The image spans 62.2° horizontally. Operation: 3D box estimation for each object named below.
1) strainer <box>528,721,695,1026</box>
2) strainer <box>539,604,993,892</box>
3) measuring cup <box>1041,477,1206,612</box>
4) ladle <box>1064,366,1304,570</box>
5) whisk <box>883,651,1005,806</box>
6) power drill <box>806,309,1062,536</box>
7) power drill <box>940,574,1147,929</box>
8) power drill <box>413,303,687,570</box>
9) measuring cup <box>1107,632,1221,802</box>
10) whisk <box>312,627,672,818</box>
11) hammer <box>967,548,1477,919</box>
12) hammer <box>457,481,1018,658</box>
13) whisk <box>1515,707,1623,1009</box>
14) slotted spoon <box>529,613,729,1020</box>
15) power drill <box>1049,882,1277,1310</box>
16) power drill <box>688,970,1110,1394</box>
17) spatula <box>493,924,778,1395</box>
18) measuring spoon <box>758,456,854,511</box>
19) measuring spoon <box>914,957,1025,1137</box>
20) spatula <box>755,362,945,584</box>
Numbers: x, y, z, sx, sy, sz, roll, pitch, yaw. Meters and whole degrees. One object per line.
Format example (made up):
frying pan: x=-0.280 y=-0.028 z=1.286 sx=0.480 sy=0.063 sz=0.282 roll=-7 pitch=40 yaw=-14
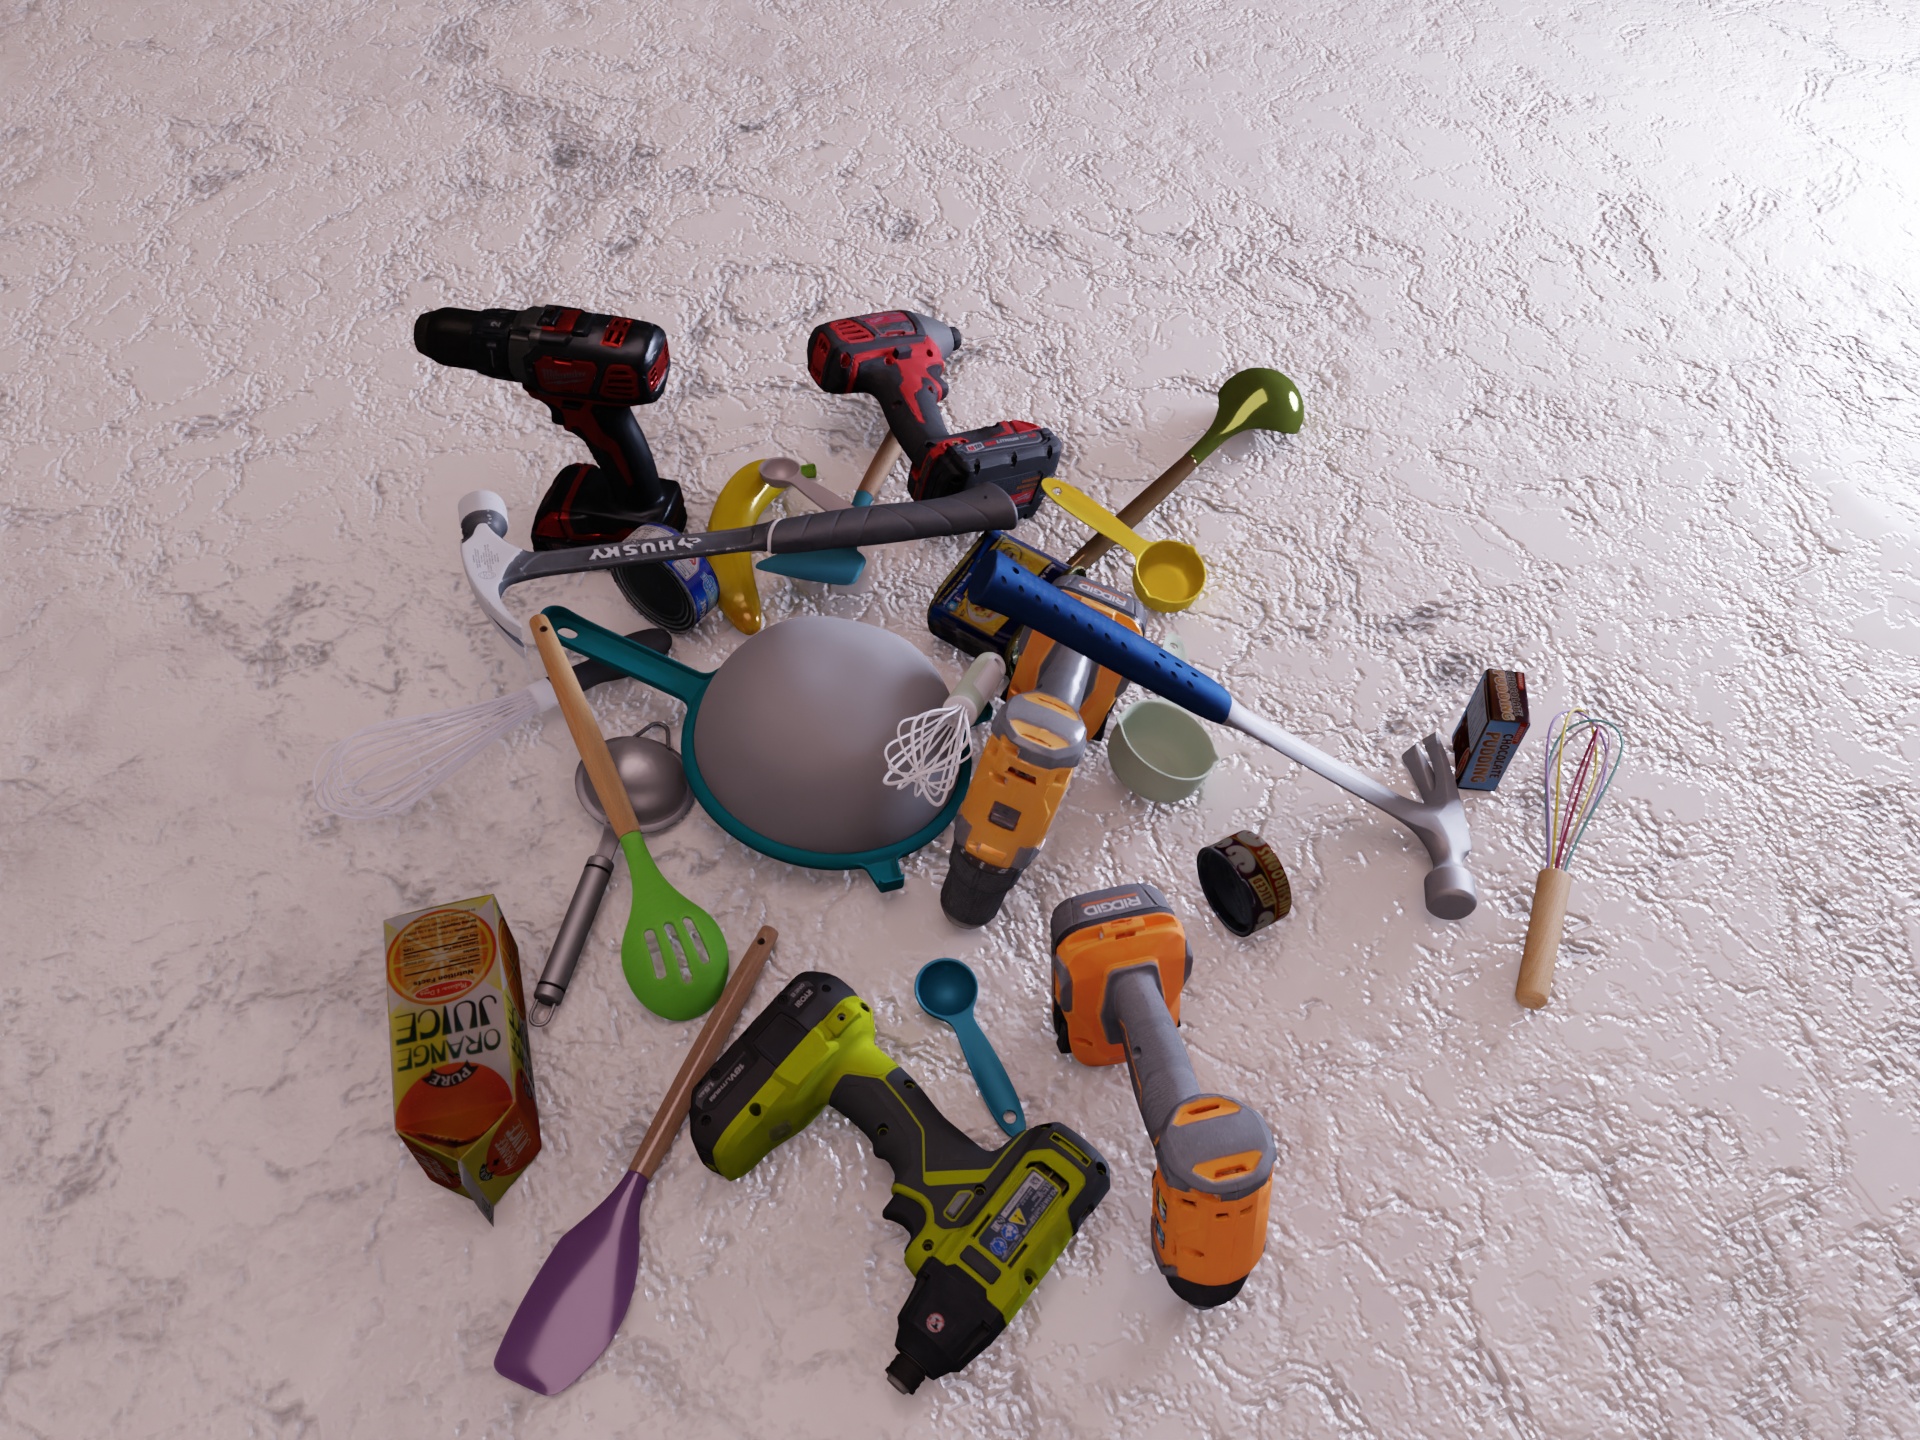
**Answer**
strainer: x=-0.246 y=0.094 z=1.103 sx=0.087 sy=0.050 sz=0.259 roll=17 pitch=57 yaw=-4
strainer: x=-0.147 y=-0.031 z=1.129 sx=0.340 sy=0.095 sz=0.211 roll=24 pitch=49 yaw=6
measuring cup: x=0.126 y=-0.142 z=1.271 sx=0.156 sy=0.029 sz=0.062 roll=38 pitch=67 yaw=12
ladle: x=0.174 y=-0.193 z=1.328 sx=0.078 sy=0.062 sz=0.320 roll=38 pitch=68 yaw=24
whisk: x=-0.002 y=-0.003 z=1.071 sx=0.059 sy=0.057 sz=0.246 roll=-23 pitch=12 yaw=19
power drill: x=-0.019 y=-0.261 z=1.326 sx=0.143 sy=0.078 sz=0.220 roll=-18 pitch=58 yaw=-33
power drill: x=0.051 y=0.023 z=1.095 sx=0.084 sy=0.185 sz=0.226 roll=23 pitch=38 yaw=4
power drill: x=-0.308 y=-0.223 z=1.227 sx=0.188 sy=0.226 sz=0.080 roll=9 pitch=53 yaw=6
measuring cup: x=0.149 y=-0.004 z=1.178 sx=0.083 sy=0.038 sz=0.168 roll=22 pitch=40 yaw=-8
whisk: x=-0.337 y=-0.005 z=1.168 sx=0.284 sy=0.070 sz=0.070 roll=-29 pitch=57 yaw=-26
hammer: x=0.183 y=-0.007 z=1.059 sx=0.405 sy=0.035 sz=0.144 roll=28 pitch=44 yaw=-19
hammer: x=-0.155 y=-0.132 z=1.173 sx=0.409 sy=0.036 sz=0.149 roll=-9 pitch=50 yaw=-14
whisk: x=0.419 y=0.092 z=1.104 sx=0.051 sy=0.047 sz=0.245 roll=10 pitch=56 yaw=23
slotted spoon: x=-0.237 y=0.057 z=1.087 sx=0.070 sy=0.031 sz=0.314 roll=-18 pitch=68 yaw=-23
power drill: x=0.118 y=0.227 z=0.942 sx=0.084 sy=0.164 sz=0.227 roll=-11 pitch=41 yaw=-8
power drill: x=-0.047 y=0.269 z=0.945 sx=0.223 sy=0.080 sz=0.171 roll=34 pitch=64 yaw=20
spatula: x=-0.185 y=0.260 z=0.986 sx=0.060 sy=0.018 sz=0.316 roll=18 pitch=56 yaw=11
measuring spoon: x=-0.116 y=-0.177 z=1.283 sx=0.124 sy=0.018 sz=0.034 roll=36 pitch=50 yaw=28
measuring spoon: x=0.009 y=0.214 z=1.027 sx=0.042 sy=0.021 sz=0.129 roll=-21 pitch=64 yaw=-16
spatula: x=-0.071 y=-0.213 z=1.335 sx=0.082 sy=0.044 sz=0.318 roll=12 pitch=52 yaw=16
